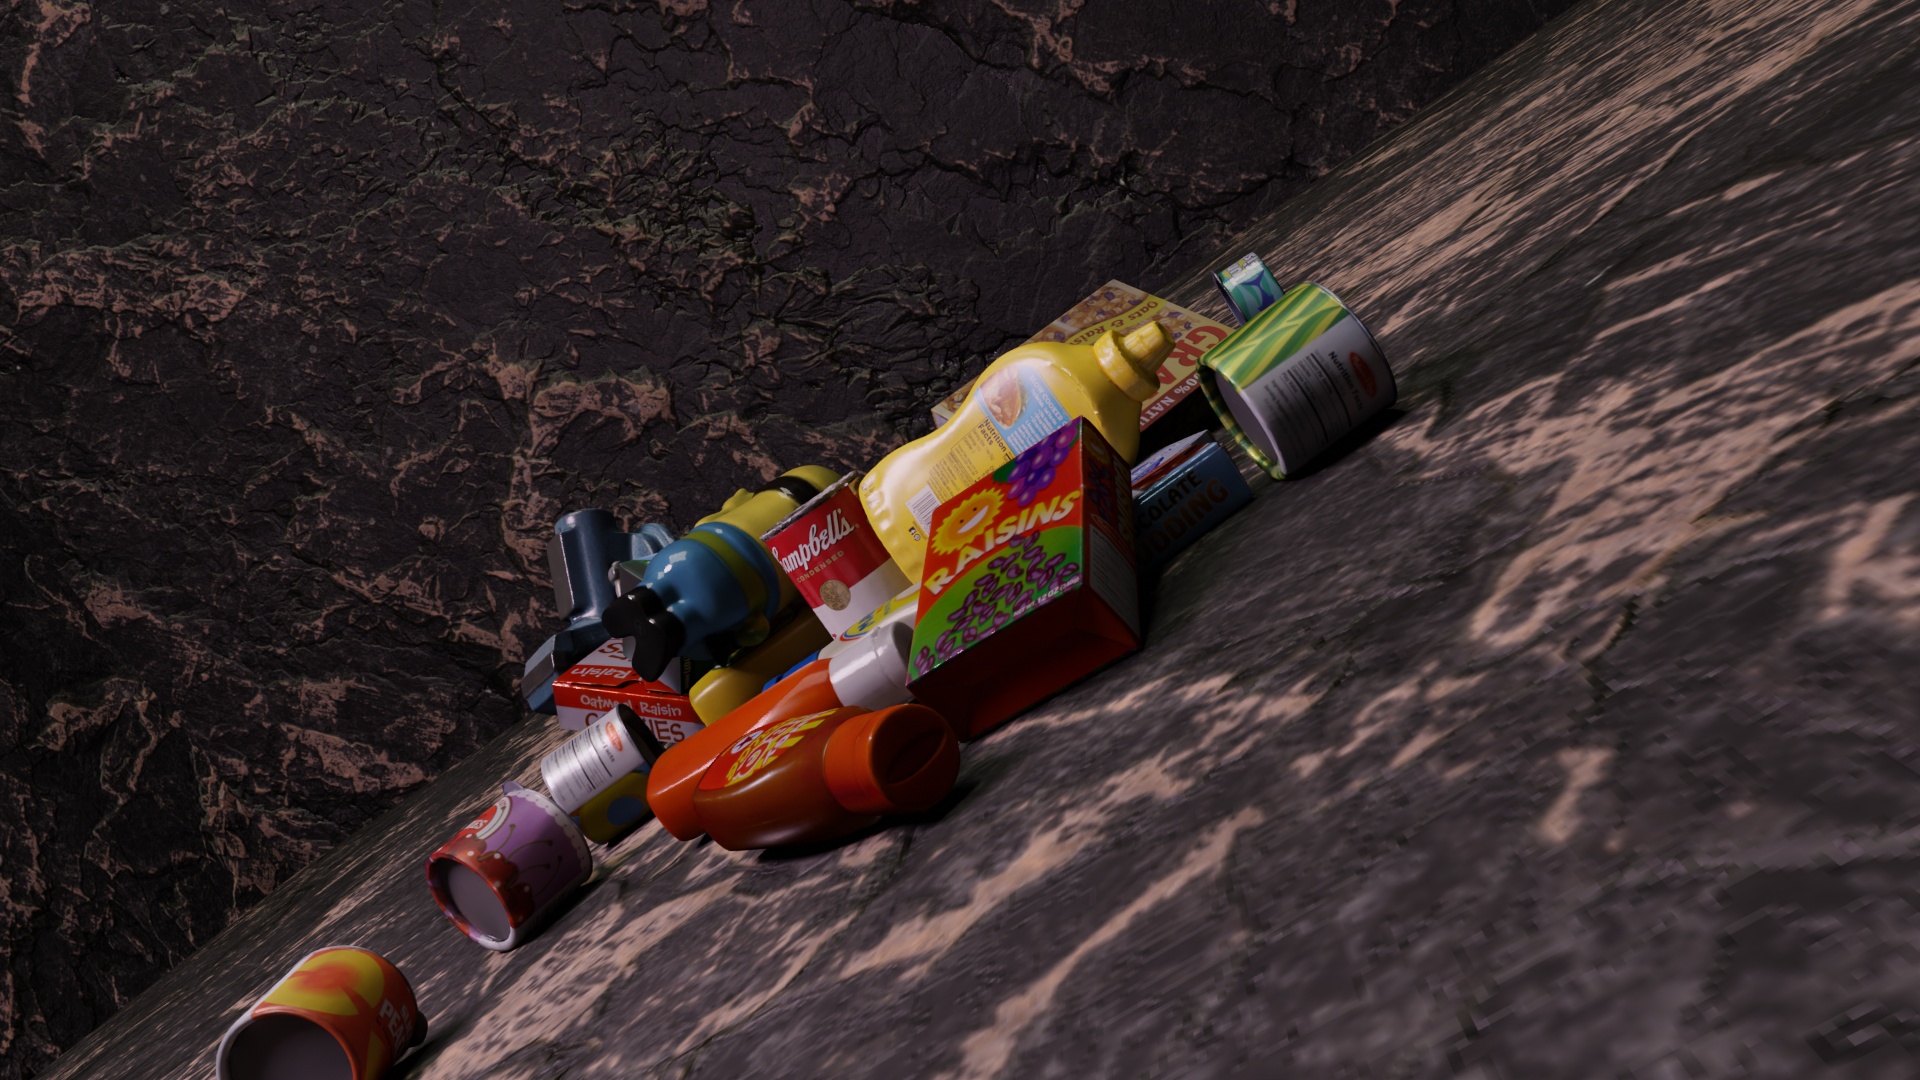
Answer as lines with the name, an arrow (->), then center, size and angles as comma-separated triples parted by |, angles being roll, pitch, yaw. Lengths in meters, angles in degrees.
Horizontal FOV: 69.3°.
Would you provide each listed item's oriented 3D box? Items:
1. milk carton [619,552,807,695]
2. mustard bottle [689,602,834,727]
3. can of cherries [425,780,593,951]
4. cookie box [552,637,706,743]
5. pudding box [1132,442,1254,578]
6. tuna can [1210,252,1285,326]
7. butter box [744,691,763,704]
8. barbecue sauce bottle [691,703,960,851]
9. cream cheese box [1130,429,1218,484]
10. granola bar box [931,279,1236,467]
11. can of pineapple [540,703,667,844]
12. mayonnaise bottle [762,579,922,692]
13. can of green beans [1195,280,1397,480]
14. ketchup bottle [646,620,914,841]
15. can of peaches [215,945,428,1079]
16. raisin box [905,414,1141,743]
milk carton -> -0.135, 0.036, 0.971 | 0.191, 0.072, 0.073 | -19, 31, -40
mustard bottle -> -0.095, 0.067, 0.880 | 0.160, 0.049, 0.065 | -36, 6, -8
can of cherries -> -0.245, 0.175, 0.749 | 0.071, 0.071, 0.059 | -29, 9, 42
cookie box -> -0.193, 0.087, 0.999 | 0.123, 0.040, 0.168 | 3, 21, 19
pudding box -> 0.085, -0.010, 0.623 | 0.084, 0.030, 0.049 | -35, 6, -4
tuna can -> 0.206, -0.167, 0.968 | 0.033, 0.071, 0.071 | -33, 7, 10
butter box -> -0.120, 0.109, 0.814 | 0.103, 0.024, 0.053 | -34, 6, 3
barbecue sauce bottle -> -0.051, 0.089, 0.531 | 0.065, 0.043, 0.148 | -38, 8, -31
cream cheese box -> 0.082, -0.014, 0.691 | 0.104, 0.024, 0.053 | -38, 6, -25
granola bar box -> 0.085, -0.088, 0.856 | 0.166, 0.038, 0.124 | -38, 47, -24
can of pineapple -> -0.212, 0.143, 0.847 | 0.058, 0.071, 0.071 | -35, 6, -4
mayonnaise bottle -> -0.034, 0.053, 0.712 | 0.148, 0.041, 0.065 | -32, 9, 16
can of green beans -> 0.143, -0.068, 0.596 | 0.058, 0.071, 0.071 | -35, 6, 0
ketchup bottle -> -0.081, 0.090, 0.674 | 0.148, 0.043, 0.065 | -32, 11, 18
can of peaches -> -0.287, 0.227, 0.626 | 0.071, 0.071, 0.058 | -34, 6, 7
raisin box -> 0.027, 0.012, 0.561 | 0.086, 0.040, 0.124 | -33, 26, 24
